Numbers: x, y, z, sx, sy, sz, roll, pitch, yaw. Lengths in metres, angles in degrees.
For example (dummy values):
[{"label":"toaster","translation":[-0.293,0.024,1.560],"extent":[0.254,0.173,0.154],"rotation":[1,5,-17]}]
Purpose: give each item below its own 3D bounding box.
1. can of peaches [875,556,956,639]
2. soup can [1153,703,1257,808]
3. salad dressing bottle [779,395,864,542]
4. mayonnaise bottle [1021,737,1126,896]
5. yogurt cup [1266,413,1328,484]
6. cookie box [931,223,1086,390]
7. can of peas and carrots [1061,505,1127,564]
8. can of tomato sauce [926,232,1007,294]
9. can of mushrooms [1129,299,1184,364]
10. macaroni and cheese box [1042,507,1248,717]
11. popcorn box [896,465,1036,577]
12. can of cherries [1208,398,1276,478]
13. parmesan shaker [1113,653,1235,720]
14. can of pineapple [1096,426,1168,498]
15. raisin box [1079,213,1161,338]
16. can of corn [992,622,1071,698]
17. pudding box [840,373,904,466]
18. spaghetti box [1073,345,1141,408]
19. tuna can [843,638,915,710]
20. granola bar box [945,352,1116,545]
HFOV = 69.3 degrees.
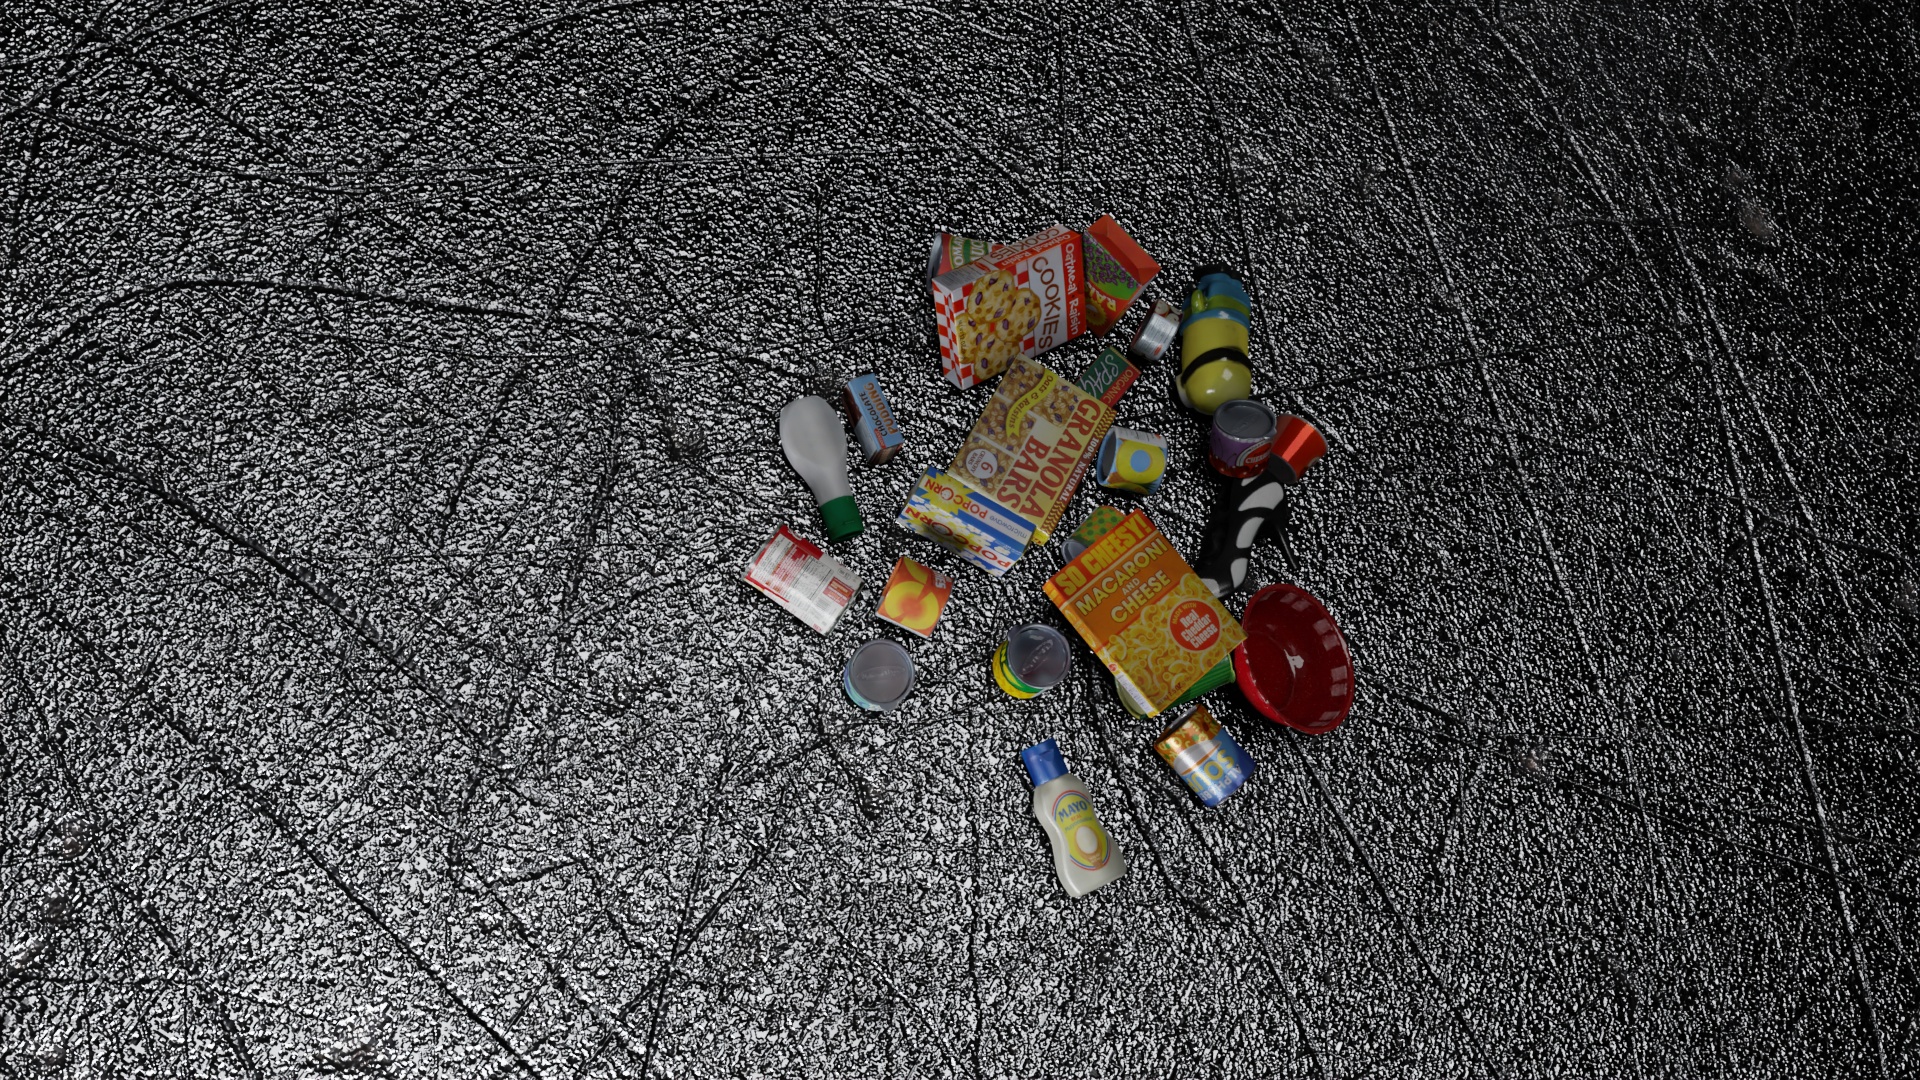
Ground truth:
[{"label":"can of peaches","translation":[-0.044,0.054,1.372],"extent":[0.058,0.071,0.071],"rotation":[25,67,-5]},{"label":"soup can","translation":[0.245,0.217,1.395],"extent":[0.071,0.071,0.084],"rotation":[-41,86,-23]},{"label":"salad dressing bottle","translation":[-0.137,-0.071,1.404],"extent":[0.064,0.044,0.148],"rotation":[-16,78,-21]},{"label":"mayonnaise bottle","translation":[0.105,0.267,1.355],"extent":[0.065,0.041,0.148],"rotation":[-21,79,-19]},{"label":"yogurt cup","translation":[0.365,-0.100,1.540],"extent":[0.072,0.072,0.054],"rotation":[40,75,0]},{"label":"cookie box","translation":[0.056,-0.248,1.474],"extent":[0.168,0.122,0.040],"rotation":[-27,44,-22]},{"label":"can of peas and carrots","translation":[0.150,0.007,1.442],"extent":[0.071,0.070,0.059],"rotation":[43,66,2]},{"label":"can of tomato sauce","translation":[0.011,-0.294,1.505],"extent":[0.083,0.071,0.071],"rotation":[8,70,-13]},{"label":"can of mushrooms","translation":[0.218,-0.233,1.545],"extent":[0.033,0.070,0.071],"rotation":[27,67,-4]},{"label":"macaroni and cheese box","translation":[0.181,0.071,1.368],"extent":[0.124,0.040,0.166],"rotation":[-38,82,-15]},{"label":"popcorn box","translation":[0.005,-0.018,1.401],"extent":[0.127,0.085,0.038],"rotation":[29,68,-5]},{"label":"can of cherries","translation":[0.303,-0.108,1.489],"extent":[0.071,0.058,0.072],"rotation":[0,45,0]},{"label":"parmesan shaker","translation":[0.218,0.136,1.415],"extent":[0.103,0.071,0.071],"rotation":[-21,79,-21]},{"label":"can of pineapple","translation":[0.183,-0.083,1.483],"extent":[0.058,0.070,0.071],"rotation":[11,70,-11]},{"label":"raisin box","translation":[0.155,-0.285,1.512],"extent":[0.086,0.123,0.040],"rotation":[46,66,2]},{"label":"can of corn","translation":[0.068,0.119,1.386],"extent":[0.071,0.058,0.071],"rotation":[5,71,-14]},{"label":"pudding box","translation":[-0.092,-0.125,1.430],"extent":[0.030,0.049,0.084],"rotation":[-20,78,-22]},{"label":"spaghetti box","translation":[0.105,-0.110,1.490],"extent":[0.050,0.028,0.251],"rotation":[40,66,1]},{"label":"tuna can","translation":[-0.079,0.134,1.355],"extent":[0.071,0.032,0.071],"rotation":[5,71,-14]},{"label":"granola bar box","translation":[0.071,-0.095,1.438],"extent":[0.124,0.039,0.166],"rotation":[31,67,-2]}]
